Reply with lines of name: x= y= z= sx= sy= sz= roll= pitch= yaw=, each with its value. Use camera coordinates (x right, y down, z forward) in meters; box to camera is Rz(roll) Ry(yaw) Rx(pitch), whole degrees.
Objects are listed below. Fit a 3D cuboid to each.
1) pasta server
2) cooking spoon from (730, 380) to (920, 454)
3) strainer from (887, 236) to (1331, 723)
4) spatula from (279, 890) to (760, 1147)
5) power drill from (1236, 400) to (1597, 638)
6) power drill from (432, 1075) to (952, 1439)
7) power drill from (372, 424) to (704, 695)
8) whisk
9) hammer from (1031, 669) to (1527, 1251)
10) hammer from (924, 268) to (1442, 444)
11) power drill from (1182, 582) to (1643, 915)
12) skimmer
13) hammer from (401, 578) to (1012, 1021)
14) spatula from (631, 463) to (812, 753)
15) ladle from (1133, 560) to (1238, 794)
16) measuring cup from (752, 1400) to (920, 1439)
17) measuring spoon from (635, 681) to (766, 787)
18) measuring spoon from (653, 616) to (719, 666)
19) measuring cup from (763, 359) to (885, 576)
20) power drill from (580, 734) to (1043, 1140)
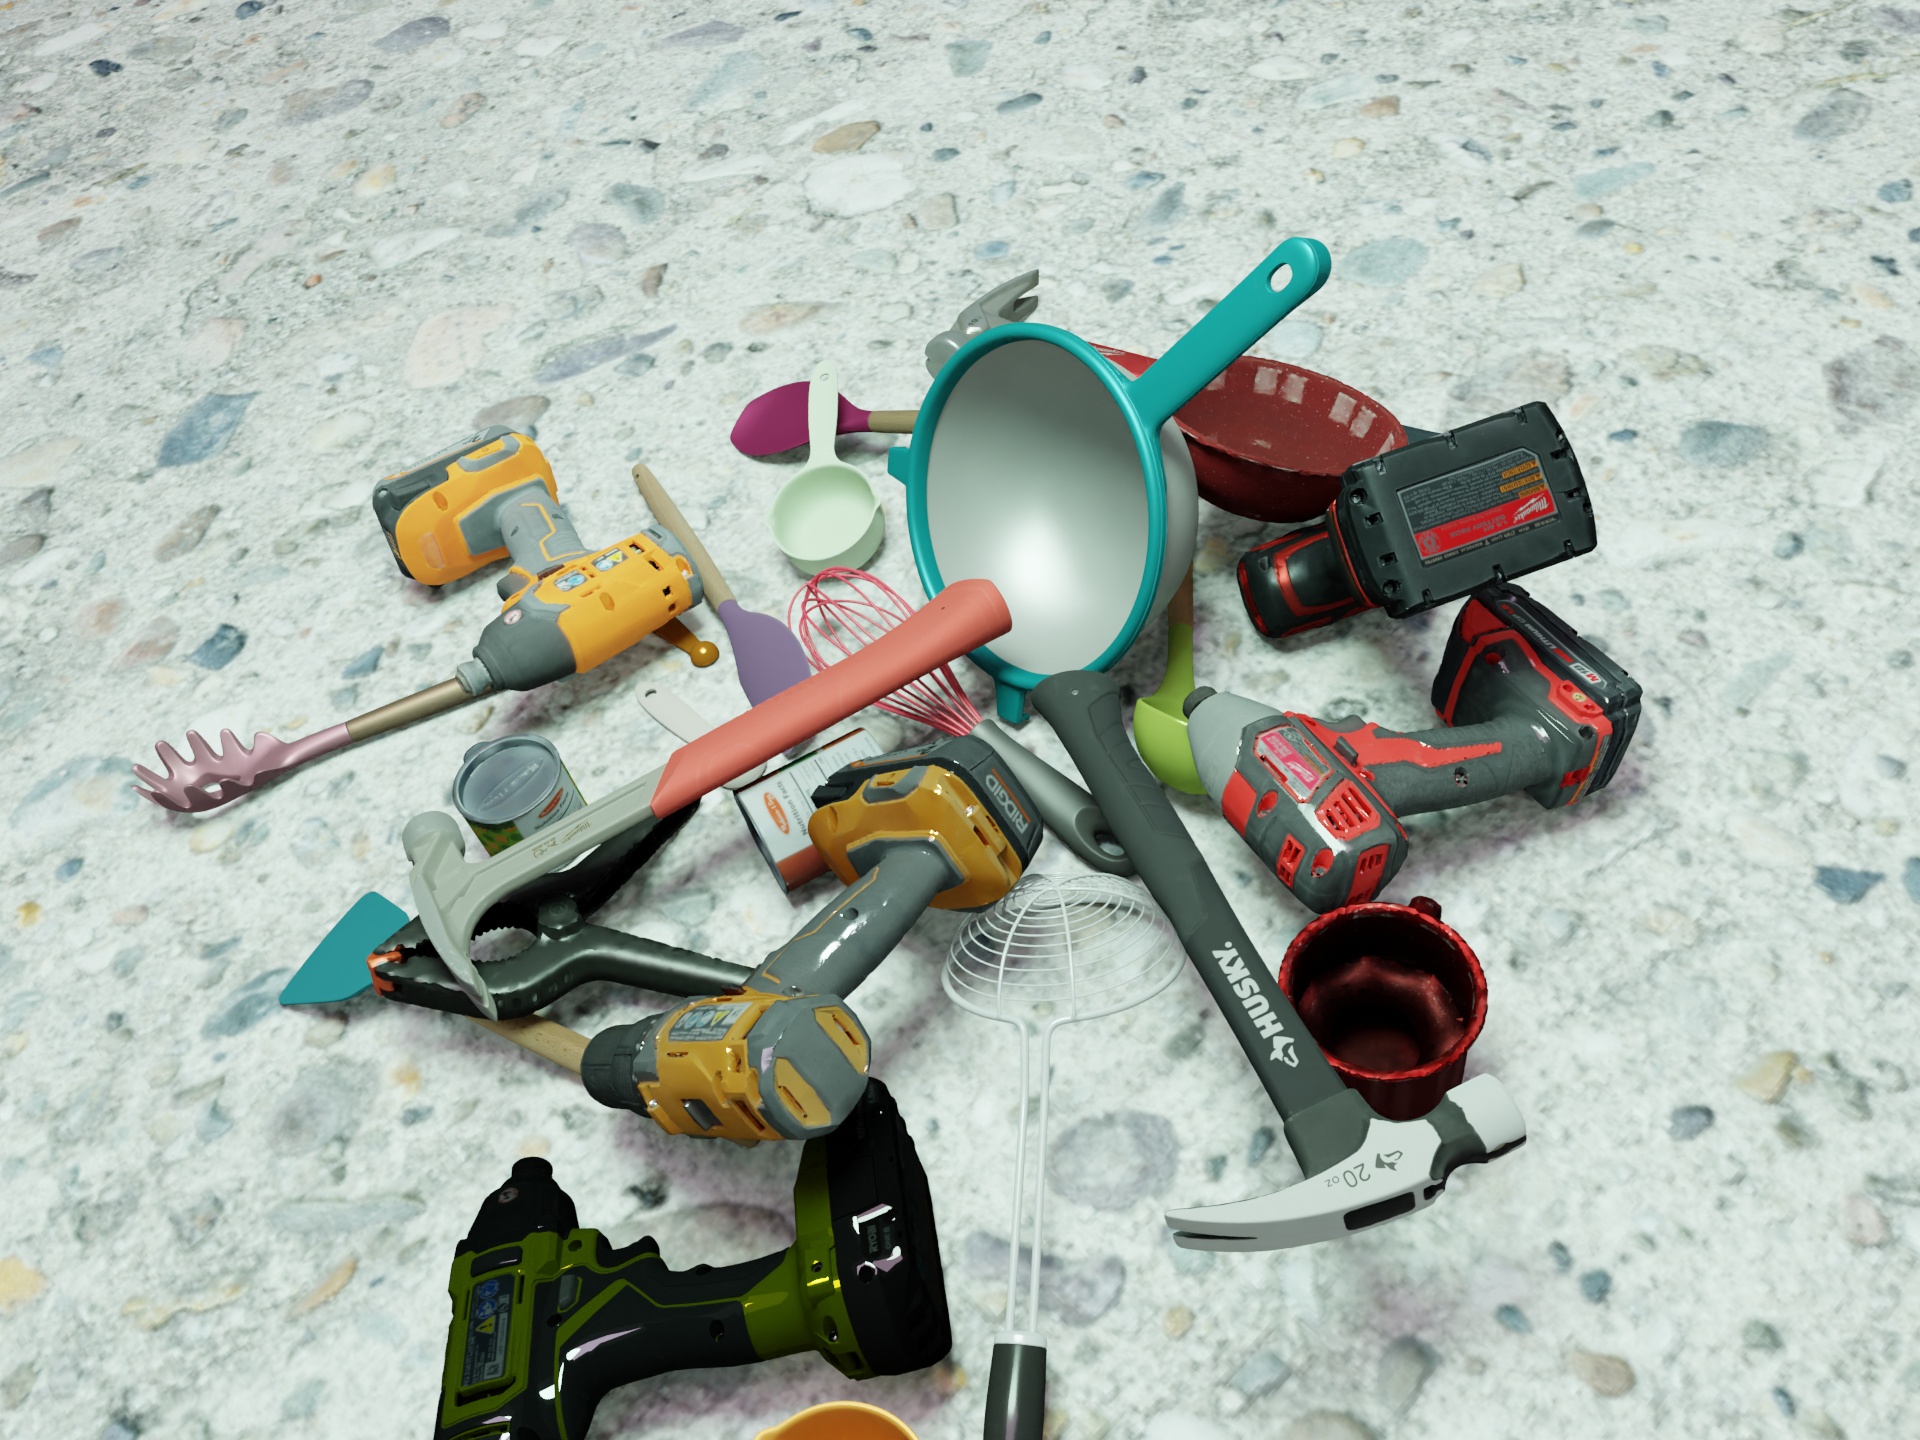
pasta server: x=-0.375 y=-0.008 z=1.037 sx=0.316 sy=0.040 sz=0.060 roll=-22 pitch=41 yaw=-8
cooking spoon: x=-0.040 y=-0.206 z=1.099 sx=0.319 sy=0.017 sz=0.069 roll=8 pitch=64 yaw=37
strainer: x=0.102 y=-0.154 z=0.891 sx=0.095 sy=0.340 sz=0.211 roll=-12 pitch=72 yaw=-41
spatula: x=-0.242 y=0.169 z=0.871 sx=0.317 sy=0.044 sz=0.082 roll=19 pitch=56 yaw=20
power drill: x=0.265 y=-0.106 z=0.879 sx=0.188 sy=0.226 sz=0.080 roll=-19 pitch=89 yaw=-4
power drill: x=-0.126 y=0.251 z=0.736 sx=0.223 sy=0.080 sz=0.171 roll=-17 pitch=36 yaw=2
power drill: x=-0.298 y=-0.102 z=1.054 sx=0.164 sy=0.084 sz=0.227 roll=-34 pitch=49 yaw=-26
whisk: x=-0.001 y=-0.003 z=0.941 sx=0.073 sy=0.073 sz=0.296 roll=-39 pitch=60 yaw=-19
hammer: x=0.106 y=0.091 z=0.747 sx=0.146 sy=0.035 sz=0.335 roll=-25 pitch=47 yaw=-2
hammer: x=0.174 y=-0.233 z=1.099 sx=0.386 sy=0.038 sz=0.143 roll=21 pitch=44 yaw=24
power drill: x=0.229 y=0.009 z=0.831 sx=0.219 sy=0.078 sz=0.143 roll=-19 pitch=48 yaw=-23
skimmer: x=0.040 y=0.233 z=0.750 sx=0.127 sy=0.090 sz=0.364 roll=-3 pitch=60 yaw=16
hammer: x=-0.126 y=0.023 z=0.871 sx=0.359 sy=0.036 sz=0.149 roll=-29 pitch=41 yaw=-13
spatula: x=-0.164 y=-0.091 z=1.064 sx=0.018 sy=0.059 sz=0.316 roll=10 pitch=30 yaw=-40
ladle: x=0.141 y=-0.081 z=0.975 sx=0.078 sy=0.062 sz=0.320 roll=21 pitch=45 yaw=-16
measuring cup: x=-0.075 y=0.366 z=0.650 sx=0.095 sy=0.052 sz=0.174 roll=30 pitch=64 yaw=31
measuring spoon: x=-0.168 y=0.002 z=0.995 sx=0.034 sy=0.018 sz=0.124 roll=-41 pitch=53 yaw=-21
measuring spoon: x=-0.202 y=-0.069 z=1.066 sx=0.021 sy=0.011 sz=0.117 roll=-41 pitch=54 yaw=-21
measuring cup: x=-0.089 y=-0.172 z=1.091 sx=0.083 sy=0.038 sz=0.168 roll=-9 pitch=61 yaw=12
power drill: x=-0.079 y=0.113 z=0.790 sx=0.185 sy=0.084 sz=0.226 roll=-14 pitch=28 yaw=46
